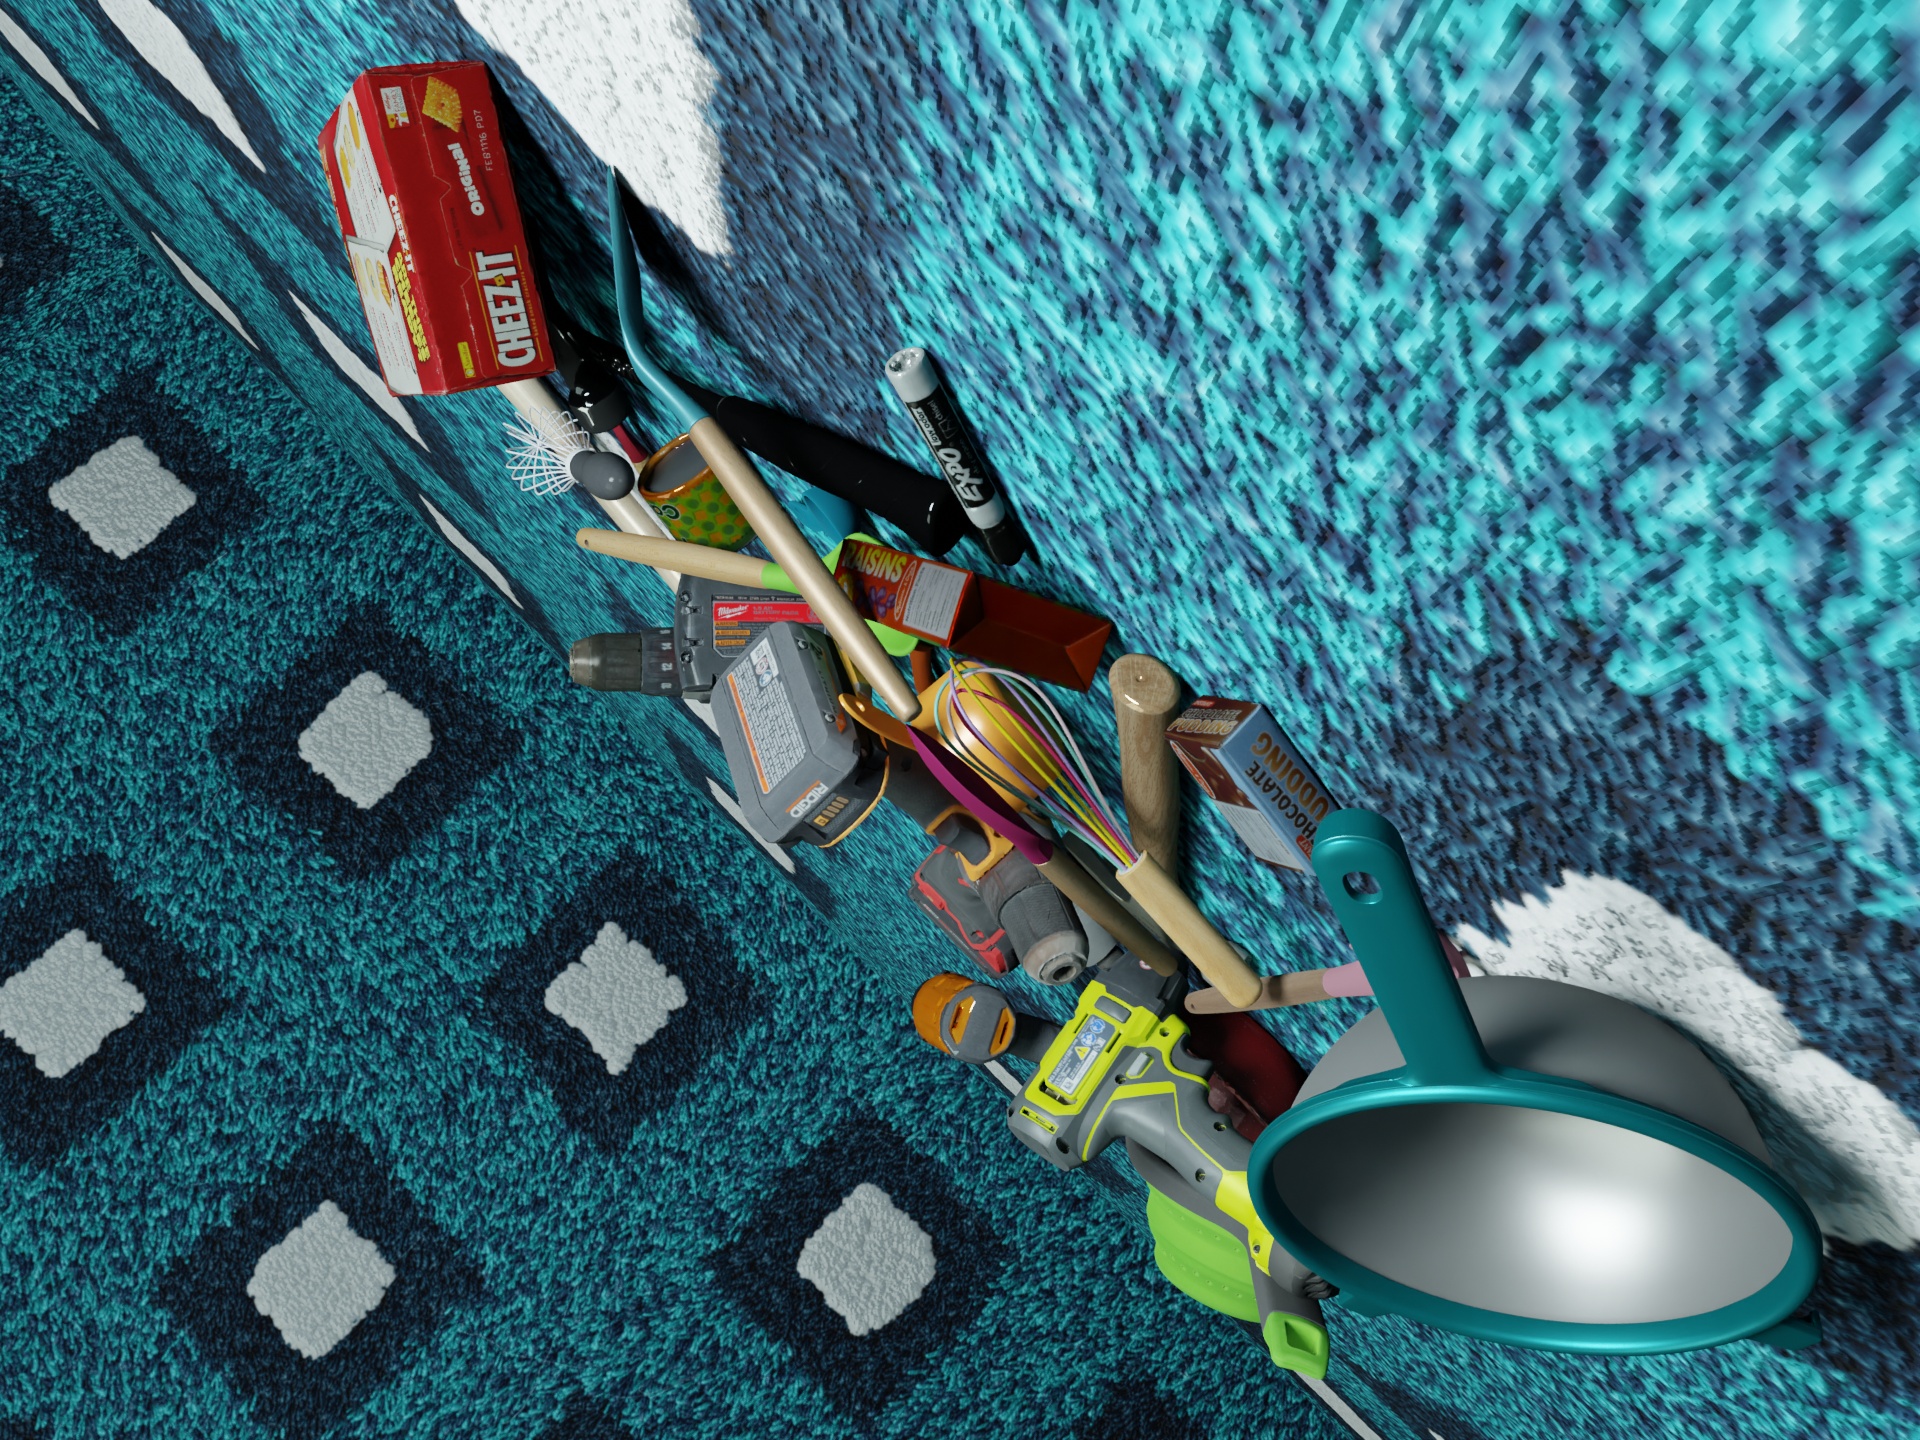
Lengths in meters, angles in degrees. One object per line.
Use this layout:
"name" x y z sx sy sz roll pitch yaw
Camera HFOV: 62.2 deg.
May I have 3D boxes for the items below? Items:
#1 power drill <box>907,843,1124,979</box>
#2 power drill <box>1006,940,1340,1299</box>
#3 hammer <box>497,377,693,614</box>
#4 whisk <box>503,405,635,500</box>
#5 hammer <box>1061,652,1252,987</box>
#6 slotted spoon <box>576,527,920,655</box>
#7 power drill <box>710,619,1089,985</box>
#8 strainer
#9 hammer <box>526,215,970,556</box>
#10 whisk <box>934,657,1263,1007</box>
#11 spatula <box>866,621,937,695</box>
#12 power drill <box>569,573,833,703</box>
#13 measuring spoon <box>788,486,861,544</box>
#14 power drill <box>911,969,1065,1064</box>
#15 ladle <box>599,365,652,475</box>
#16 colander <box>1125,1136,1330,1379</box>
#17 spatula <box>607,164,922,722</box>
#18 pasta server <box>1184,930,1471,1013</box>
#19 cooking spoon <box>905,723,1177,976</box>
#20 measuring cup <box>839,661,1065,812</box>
"power drill" 0.044 0.137 1.212 0.143 0.078 0.219 45 164 -3
"power drill" 0.162 0.236 0.988 0.223 0.171 0.080 25 158 33
"hammer" -0.245 -0.138 1.287 0.410 0.038 0.146 51 176 -6
"whisk" -0.264 -0.177 1.091 0.070 0.070 0.285 52 169 -27
"hammer" 0.104 0.053 0.873 0.130 0.031 0.331 39 165 24
"slotted spoon" -0.130 -0.091 0.940 0.314 0.031 0.070 14 125 40
"power drill" -0.022 0.054 0.909 0.226 0.084 0.186 28 -153 -41
"strainer" 0.201 0.124 0.609 0.211 0.095 0.340 -7 132 30
"hammer" -0.135 -0.177 0.885 0.409 0.036 0.149 31 155 41
"whisk" 0.074 0.061 0.823 0.245 0.051 0.047 48 161 -10
"spatula" -0.024 -0.006 1.057 0.081 0.041 0.322 37 165 28
"power drill" -0.171 -0.050 1.100 0.227 0.188 0.080 163 106 -74
"measuring spoon" -0.081 -0.125 0.940 0.042 0.021 0.129 53 174 -18
"power drill" 0.068 0.264 1.310 0.226 0.084 0.164 21 172 -15
"ladle" -0.227 -0.178 1.181 0.069 0.031 0.315 48 173 38
"colander" 0.197 0.373 1.072 0.204 0.094 0.397 18 -175 5
"spatula" -0.103 -0.131 0.777 0.318 0.044 0.082 54 167 15
"pasta server" 0.179 0.144 0.841 0.060 0.040 0.316 61 161 4
"cooking spoon" 0.056 0.083 0.877 0.069 0.017 0.318 47 -178 41
"measuring cup" -0.001 -0.003 0.856 0.173 0.052 0.095 26 -151 -58
